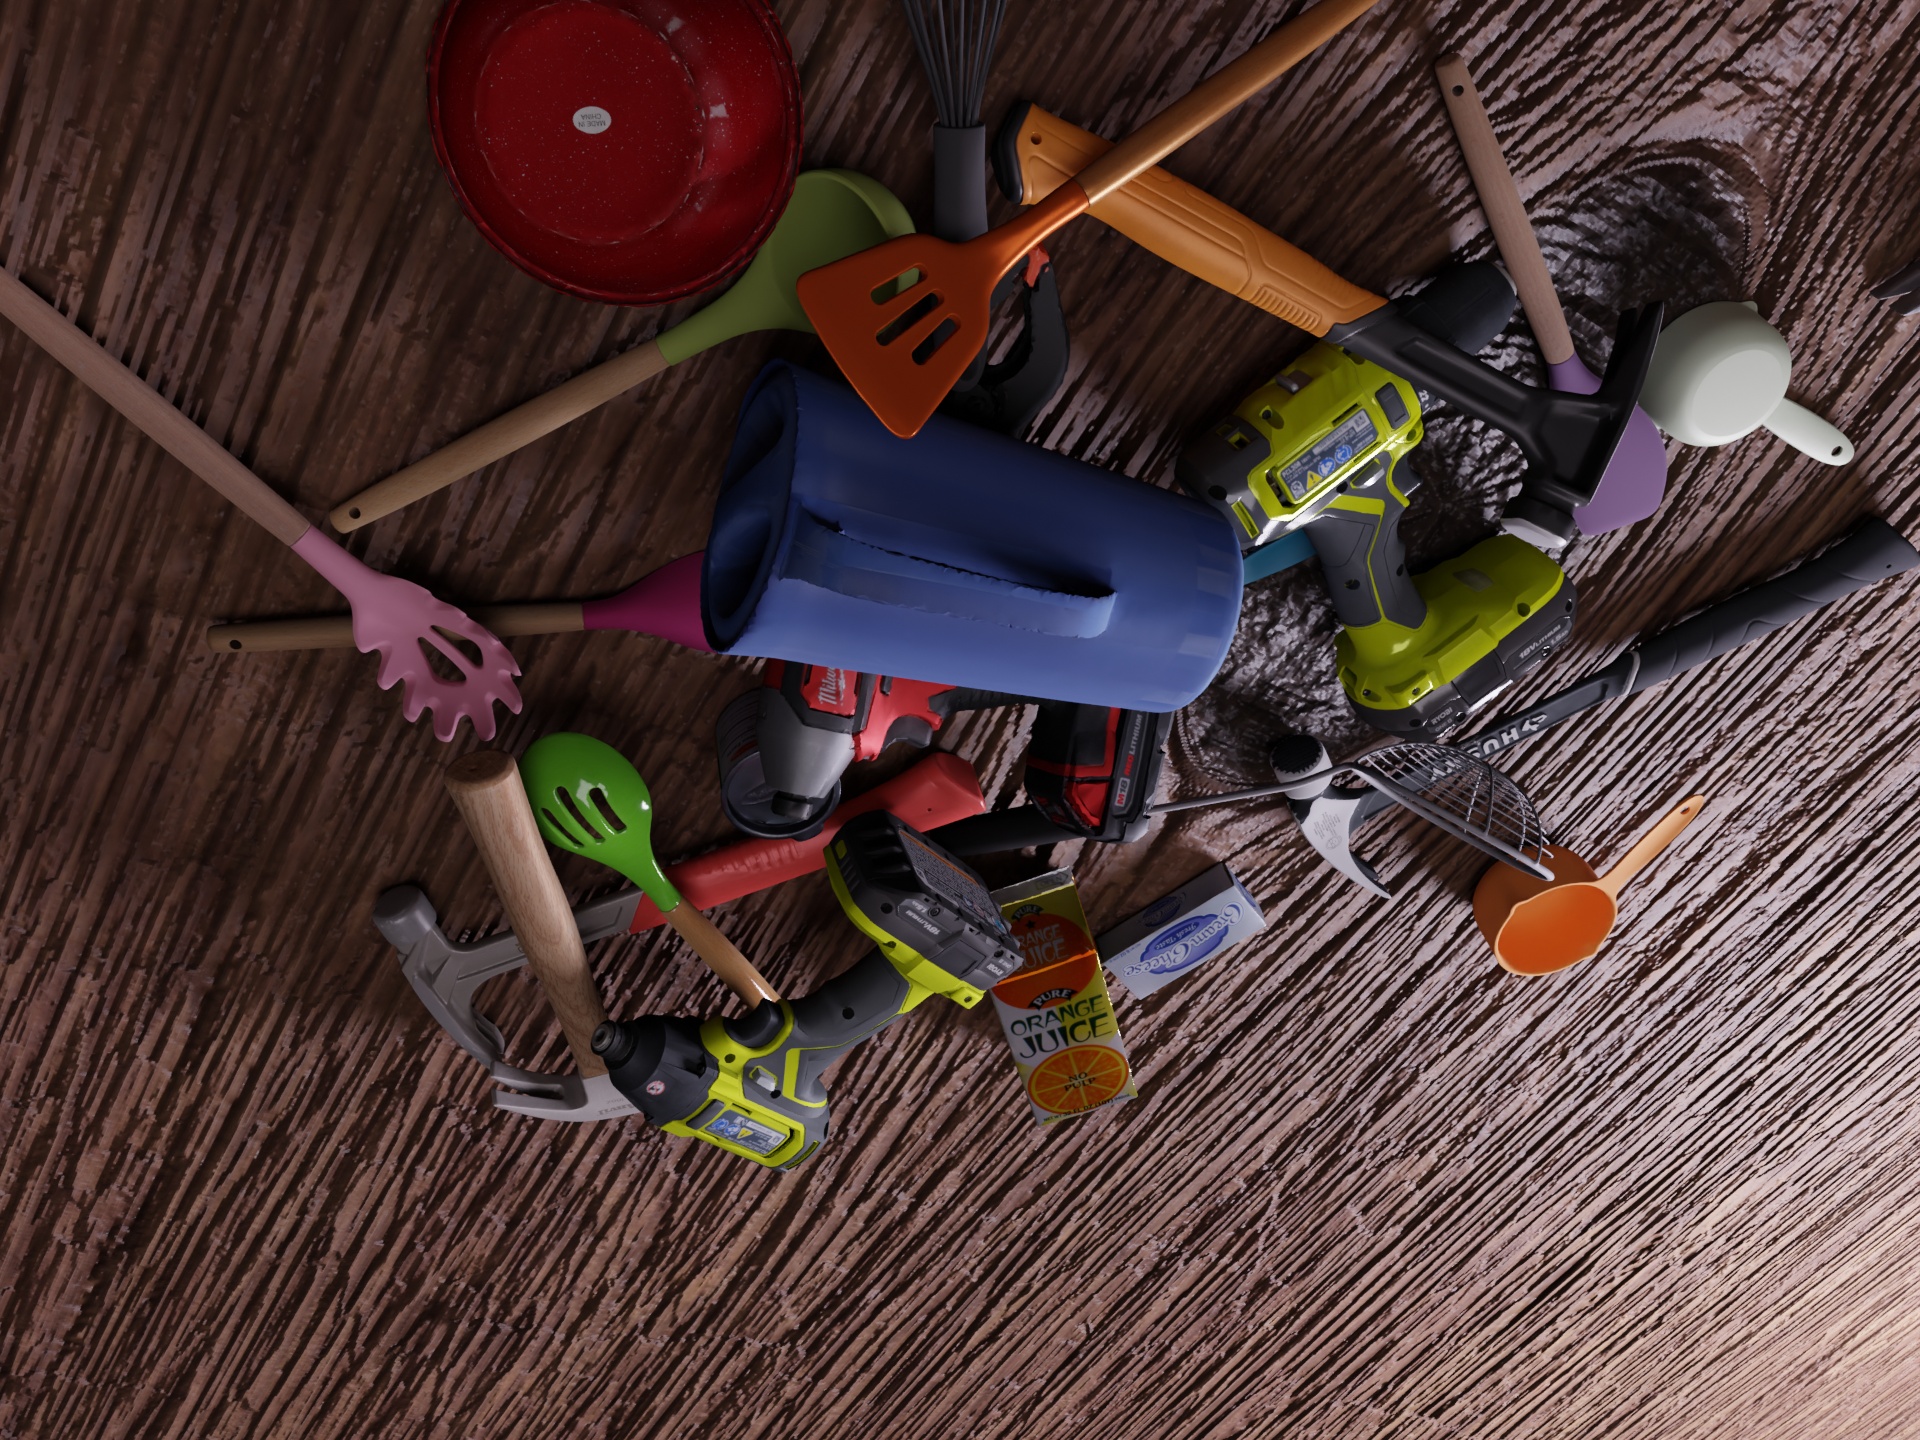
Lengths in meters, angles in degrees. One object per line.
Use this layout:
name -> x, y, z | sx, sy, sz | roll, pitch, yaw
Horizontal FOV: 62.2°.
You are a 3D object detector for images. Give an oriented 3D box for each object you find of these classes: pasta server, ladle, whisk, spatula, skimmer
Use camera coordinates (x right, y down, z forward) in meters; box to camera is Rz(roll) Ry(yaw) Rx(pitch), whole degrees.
pasta server -> -0.332, -0.103, 0.744 | 0.060, 0.040, 0.316 | -42, 120, 6
ladle -> -0.165, -0.160, 0.744 | 0.320, 0.062, 0.078 | -25, 103, 10
whisk -> -0.003, -0.258, 0.695 | 0.055, 0.055, 0.238 | -7, 122, -8
spatula -> 0.074, -0.245, 0.694 | 0.322, 0.041, 0.081 | -37, 105, -5
skimmer -> 0.155, 0.076, 0.939 | 0.363, 0.127, 0.090 | -10, 85, 11
spatula -> 0.310, -0.213, 0.837 | 0.060, 0.018, 0.315 | -21, 130, 24

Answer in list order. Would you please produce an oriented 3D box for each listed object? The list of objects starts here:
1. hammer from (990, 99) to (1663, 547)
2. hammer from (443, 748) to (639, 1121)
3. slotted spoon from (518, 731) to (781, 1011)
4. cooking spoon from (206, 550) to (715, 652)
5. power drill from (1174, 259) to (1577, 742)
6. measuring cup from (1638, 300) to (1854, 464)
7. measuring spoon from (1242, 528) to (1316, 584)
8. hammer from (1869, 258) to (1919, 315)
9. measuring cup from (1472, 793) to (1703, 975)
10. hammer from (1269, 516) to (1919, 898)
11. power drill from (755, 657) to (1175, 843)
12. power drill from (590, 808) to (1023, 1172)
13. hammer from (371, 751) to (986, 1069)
hammer -> 0.172, -0.207, 0.753 | 0.336, 0.034, 0.127 | 24, 92, -12
hammer -> -0.231, 0.135, 0.905 | 0.130, 0.031, 0.331 | -14, 137, -8
slotted spoon -> -0.154, 0.121, 0.932 | 0.070, 0.031, 0.313 | -22, 130, 13
cooking spoon -> -0.224, -0.053, 0.833 | 0.319, 0.017, 0.068 | -4, 126, -11
power drill -> 0.244, -0.115, 0.859 | 0.190, 0.080, 0.228 | -38, 124, 3
measuring cup -> 0.453, -0.172, 0.889 | 0.167, 0.038, 0.083 | 21, 119, -24
measuring spoon -> 0.165, -0.093, 0.901 | 0.128, 0.021, 0.042 | -25, 126, -5
hammer -> 0.453, -0.366, 0.744 | 0.143, 0.038, 0.385 | -35, 126, 16
measuring cup -> 0.424, 0.098, 1.081 | 0.095, 0.052, 0.173 | 28, 114, -30
hammer -> 0.401, -0.016, 0.999 | 0.409, 0.036, 0.149 | -27, 129, 7
power drill -> -0.001, -0.003, 0.856 | 0.219, 0.078, 0.143 | 13, 90, -22
power drill -> -0.090, 0.162, 0.927 | 0.223, 0.080, 0.171 | -42, 132, 11
hammer -> -0.155, 0.105, 0.959 | 0.359, 0.037, 0.149 | -19, 129, 2
